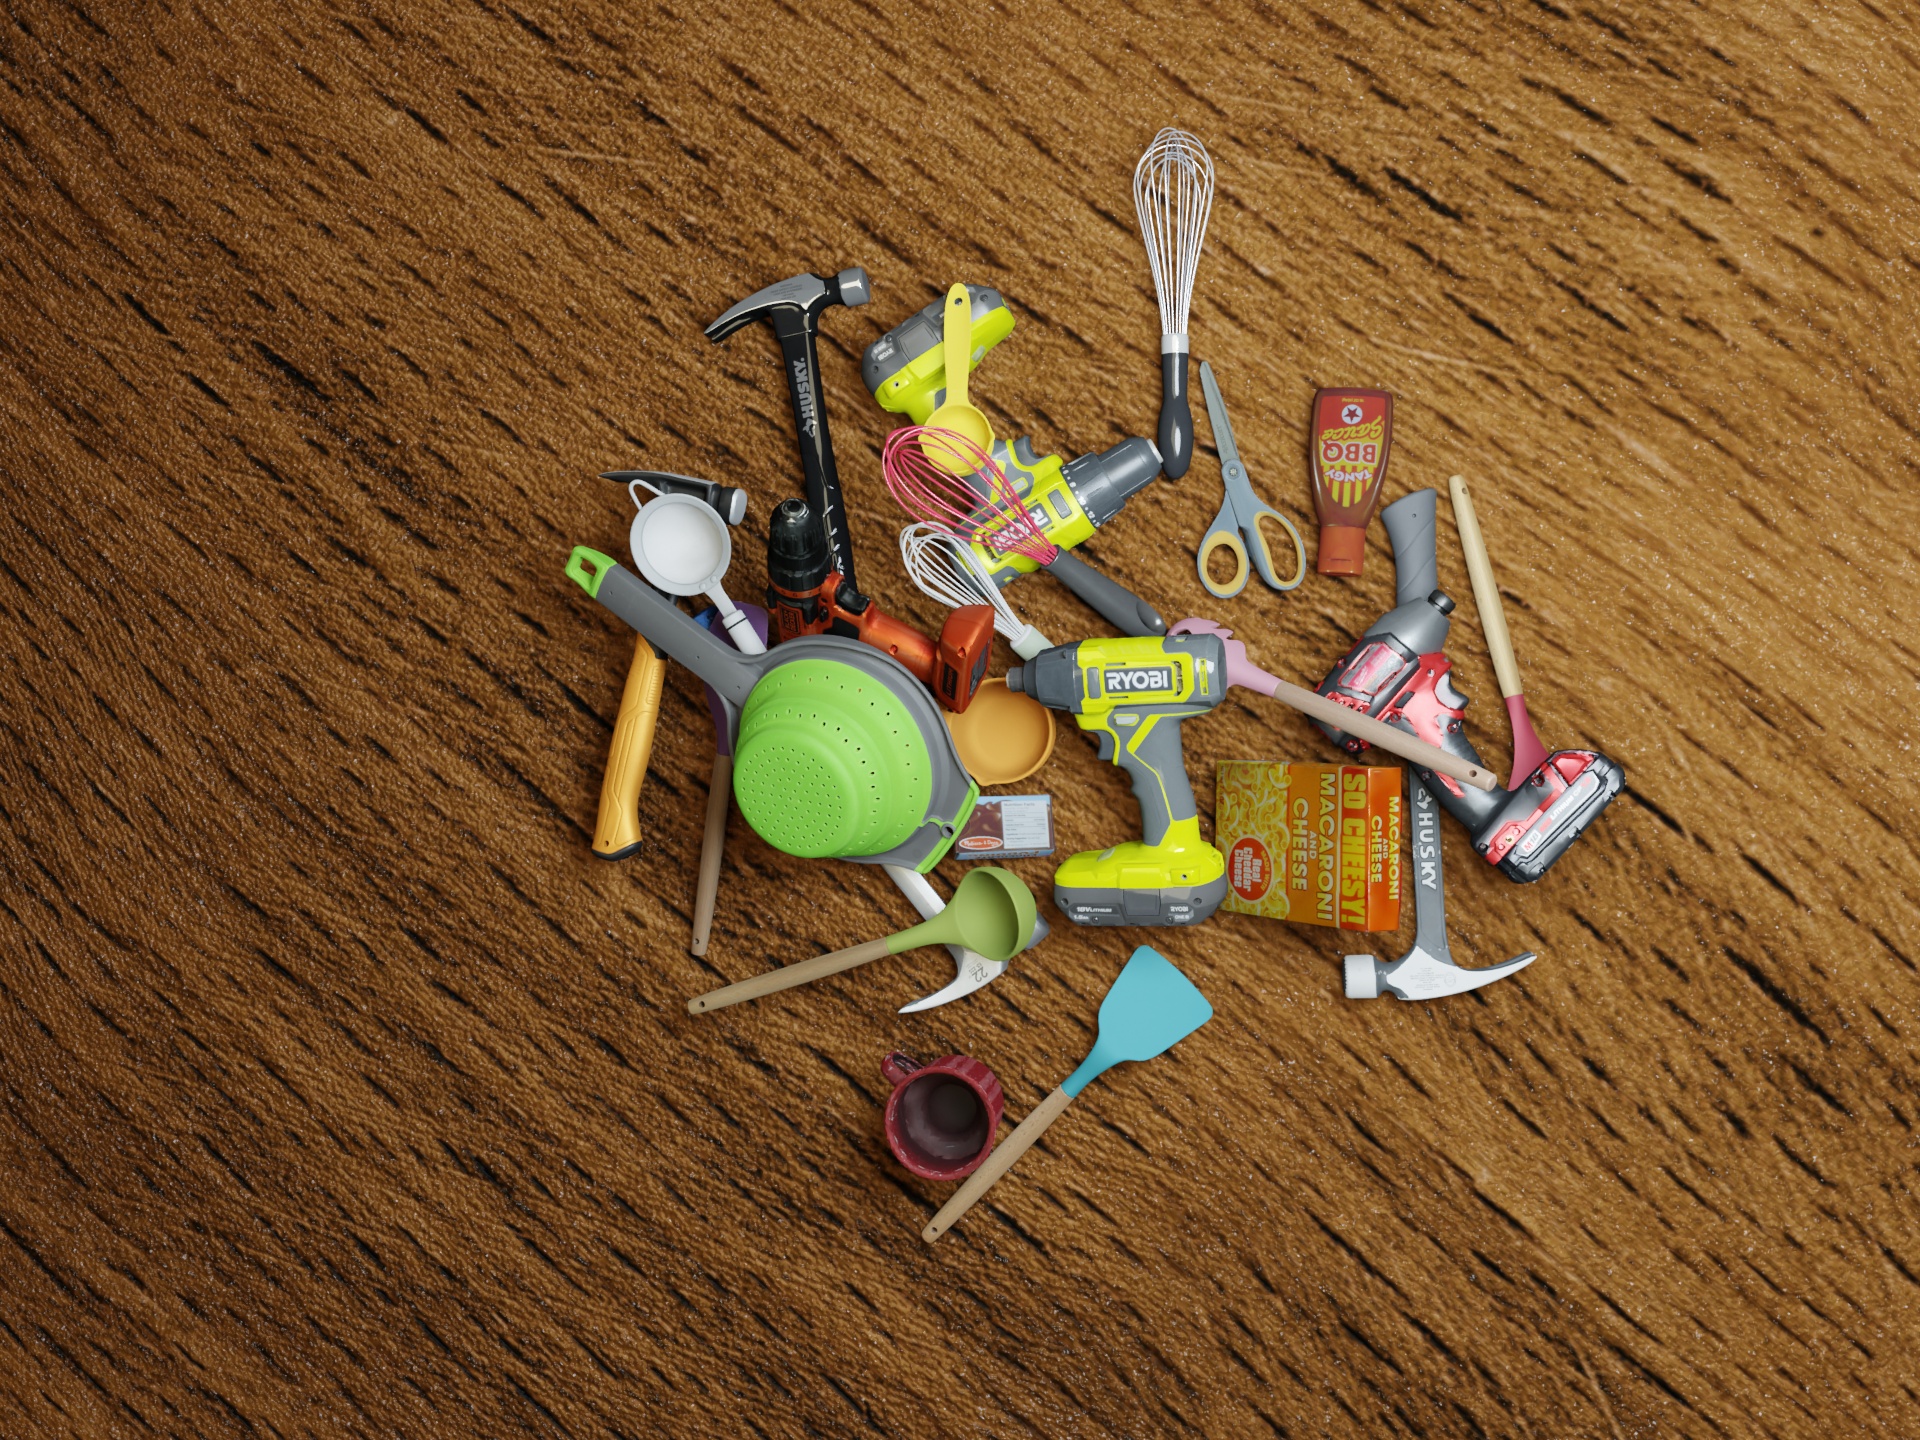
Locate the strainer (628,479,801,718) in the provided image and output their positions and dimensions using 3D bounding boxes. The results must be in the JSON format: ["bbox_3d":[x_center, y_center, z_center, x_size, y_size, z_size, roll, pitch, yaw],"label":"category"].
[{"bbox_3d":[-0.193,-0.090,1.320,0.087,0.050,0.258,-30,96,19],"label":"strainer"}]

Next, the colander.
[{"bbox_3d":[-0.178,-0.006,1.273,0.397,0.094,0.204,36,123,6],"label":"colander"}]

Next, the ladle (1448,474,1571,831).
[{"bbox_3d":[0.434,-0.045,1.265,0.069,0.031,0.315,-10,83,-22],"label":"ladle"}]

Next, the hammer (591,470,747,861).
[{"bbox_3d":[-0.277,-0.046,1.370,0.127,0.034,0.337,12,93,12],"label":"hammer"}]

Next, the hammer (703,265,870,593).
[{"bbox_3d":[-0.127,-0.215,1.376,0.146,0.035,0.335,-10,88,10],"label":"hammer"}]

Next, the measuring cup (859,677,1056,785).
[{"bbox_3d":[-0.002,-0.004,1.342,0.173,0.052,0.095,18,93,13],"label":"measuring cup"}]

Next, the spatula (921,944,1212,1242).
[{"bbox_3d":[0.076,0.328,1.340,0.082,0.044,0.317,44,102,8],"label":"spatula"}]

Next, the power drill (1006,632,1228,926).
[{"bbox_3d":[0.129,0.045,1.263,0.171,0.080,0.223,-2,102,18],"label":"power drill"}]

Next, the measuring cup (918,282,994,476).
[{"bbox_3d":[0.000,-0.273,1.282,0.062,0.029,0.156,0,84,10],"label":"measuring cup"}]

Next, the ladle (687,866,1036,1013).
[{"bbox_3d":[-0.087,0.195,1.319,0.320,0.062,0.078,-19,83,13],"label":"ladle"}]

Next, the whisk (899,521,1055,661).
[{"bbox_3d":[0.044,-0.075,1.297,0.246,0.059,0.058,41,55,-17],"label":"whisk"}]

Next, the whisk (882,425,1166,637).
[{"bbox_3d":[0.057,-0.141,1.263,0.295,0.073,0.073,33,97,-26],"label":"whisk"}]

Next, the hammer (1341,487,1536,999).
[{"bbox_3d":[0.375,0.018,1.276,0.149,0.036,0.409,-2,89,10],"label":"hammer"}]

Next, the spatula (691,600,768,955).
[{"bbox_3d":[-0.209,0.053,1.374,0.060,0.018,0.316,13,102,20],"label":"spatula"}]

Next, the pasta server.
[{"bbox_3d":[0.269,-0.012,1.215,0.316,0.040,0.060,29,96,41],"label":"pasta server"}]

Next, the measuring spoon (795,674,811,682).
[{"bbox_3d":[-0.136,-0.027,1.363,0.021,0.011,0.117,19,56,-19],"label":"measuring spoon"}]

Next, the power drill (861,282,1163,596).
[{"bbox_3d":[0.040,-0.242,1.323,0.190,0.080,0.228,-31,87,11],"label":"power drill"}]

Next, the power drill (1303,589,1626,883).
[{"bbox_3d":[0.387,0.009,1.215,0.220,0.078,0.143,42,99,16],"label":"power drill"}]

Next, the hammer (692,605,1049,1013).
[{"bbox_3d":[-0.107,0.070,1.370,0.144,0.035,0.405,-41,82,8],"label":"hammer"}]

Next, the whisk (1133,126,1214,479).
[{"bbox_3d":[0.177,-0.342,1.310,0.070,0.070,0.284,0,95,11],"label":"whisk"}]
